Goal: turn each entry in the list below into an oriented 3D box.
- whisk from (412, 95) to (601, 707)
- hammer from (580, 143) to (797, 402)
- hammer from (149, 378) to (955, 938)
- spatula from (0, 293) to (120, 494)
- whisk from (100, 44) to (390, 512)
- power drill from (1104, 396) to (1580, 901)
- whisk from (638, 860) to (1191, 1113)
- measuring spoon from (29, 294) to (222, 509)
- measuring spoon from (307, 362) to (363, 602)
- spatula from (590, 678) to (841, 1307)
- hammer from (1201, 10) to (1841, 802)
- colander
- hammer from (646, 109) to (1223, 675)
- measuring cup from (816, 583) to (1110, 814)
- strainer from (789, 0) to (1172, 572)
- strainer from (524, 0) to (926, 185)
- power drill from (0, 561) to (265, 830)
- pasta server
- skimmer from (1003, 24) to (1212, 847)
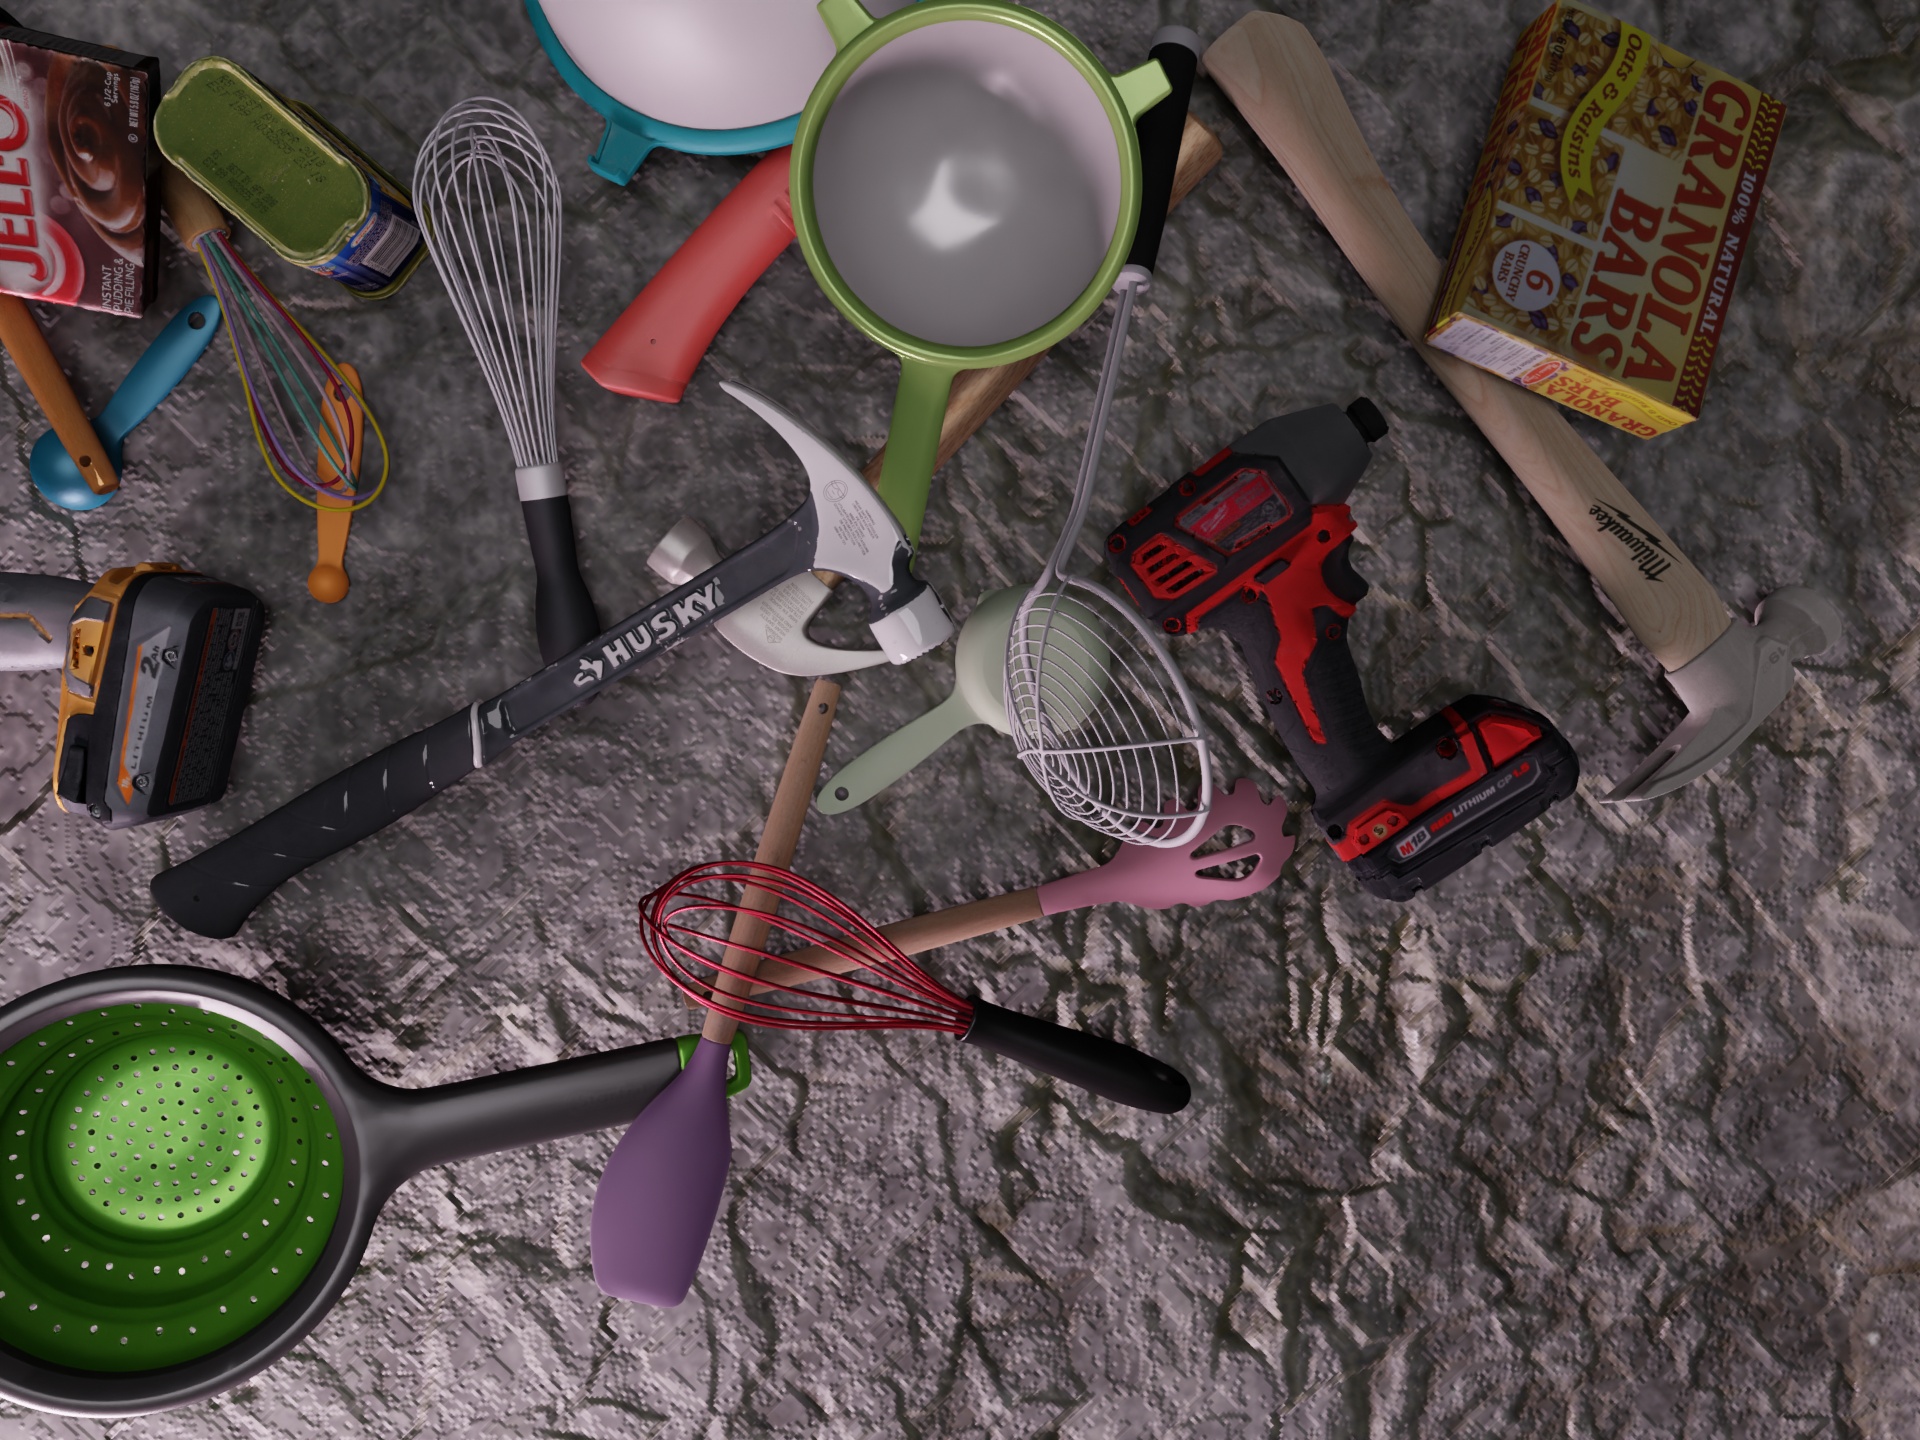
[{"bbox_3d":[-0.203,-0.145,0.750,0.070,0.070,0.284,-8,101,0],"label":"whisk"},{"bbox_3d":[-0.052,-0.295,0.745,0.149,0.037,0.359,44,93,-5],"label":"hammer"},{"bbox_3d":[-0.213,-0.007,0.744,0.409,0.036,0.149,-29,100,10],"label":"hammer"},{"bbox_3d":[-0.477,-0.249,0.732,0.081,0.041,0.322,-29,91,0],"label":"spatula"},{"bbox_3d":[-0.343,-0.205,0.742,0.047,0.051,0.245,-30,90,6],"label":"whisk"},{"bbox_3d":[0.185,-0.038,0.752,0.143,0.078,0.219,-37,92,11],"label":"power drill"},{"bbox_3d":[-0.015,0.136,0.761,0.295,0.073,0.073,23,95,-18],"label":"whisk"},{"bbox_3d":[-0.399,-0.154,0.759,0.042,0.021,0.128,41,94,-5],"label":"measuring spoon"},{"bbox_3d":[-0.304,-0.115,0.771,0.021,0.011,0.117,7,96,-2],"label":"measuring spoon"},{"bbox_3d":[-0.114,0.131,0.777,0.059,0.018,0.316,19,87,-13],"label":"spatula"},{"bbox_3d":[0.245,-0.153,0.751,0.146,0.038,0.410,-40,93,-14],"label":"hammer"},{"bbox_3d":[-0.304,0.197,0.776,0.397,0.094,0.204,-9,96,-18],"label":"colander"},{"bbox_3d":[0.005,-0.156,0.763,0.130,0.031,0.331,42,94,-4],"label":"hammer"},{"bbox_3d":[-0.001,-0.002,0.774,0.167,0.038,0.083,-35,96,0],"label":"measuring cup"},{"bbox_3d":[-0.006,-0.187,0.721,0.151,0.069,0.256,14,112,2],"label":"strainer"},{"bbox_3d":[-0.049,-0.382,0.674,0.340,0.095,0.211,-17,85,10],"label":"strainer"},{"bbox_3d":[-0.464,-0.012,0.747,0.226,0.084,0.185,16,95,2],"label":"power drill"},{"bbox_3d":[0.014,0.096,0.794,0.316,0.040,0.060,-16,96,5],"label":"pasta server"},{"bbox_3d":[0.088,-0.129,0.707,0.090,0.127,0.363,16,79,-22],"label":"skimmer"}]
